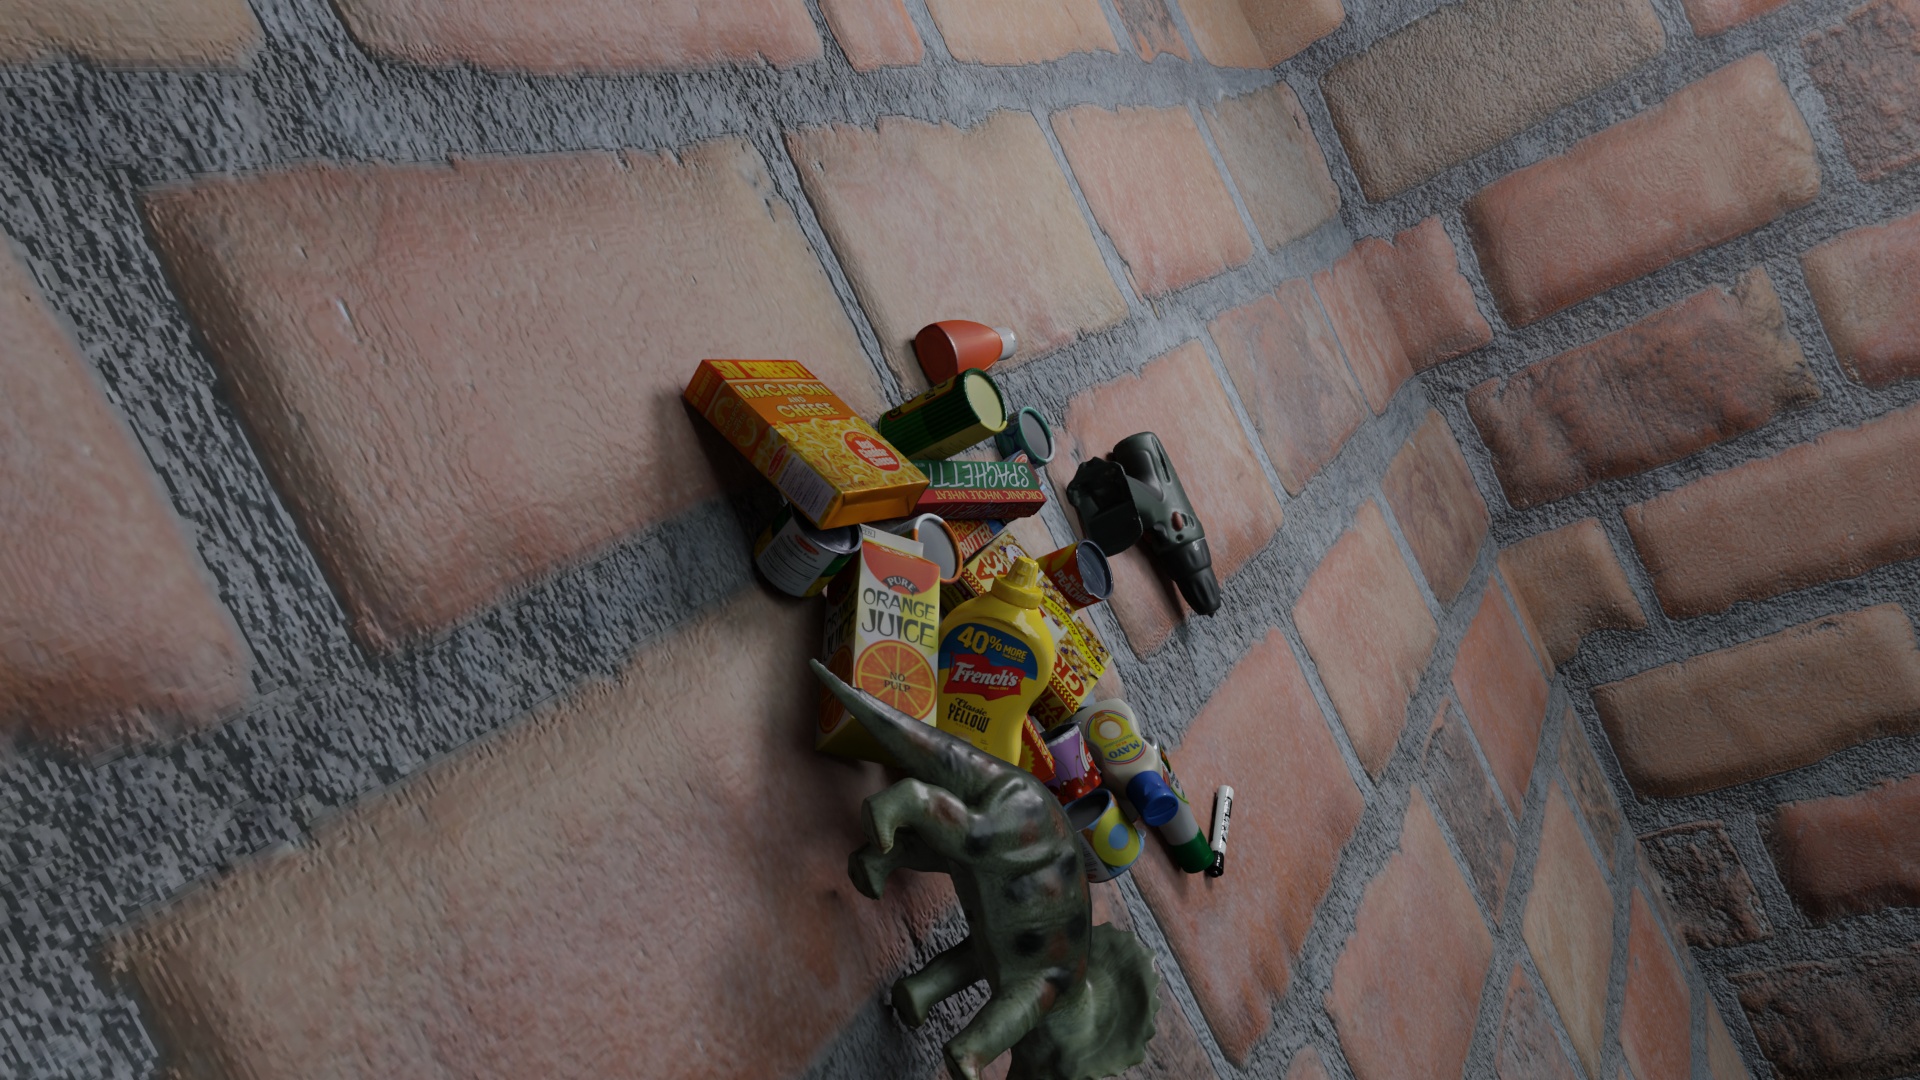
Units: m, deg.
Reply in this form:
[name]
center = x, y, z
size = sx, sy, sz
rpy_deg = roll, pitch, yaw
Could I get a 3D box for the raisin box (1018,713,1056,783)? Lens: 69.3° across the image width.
[raisin box]
center = 0.014, 0.158, 1.161
size = 0.123, 0.086, 0.040
rpy_deg = 61, 8, -8

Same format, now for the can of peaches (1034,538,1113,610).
[can of peaches]
center = 0.114, 0.039, 1.418
size = 0.071, 0.058, 0.071
rpy_deg = 34, 44, -41

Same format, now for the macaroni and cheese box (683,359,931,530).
[macaroni and cheese box]
center = -0.121, -0.080, 1.101
size = 0.167, 0.040, 0.124
rpy_deg = 42, 25, 20

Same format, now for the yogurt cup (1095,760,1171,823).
[yogurt cup]
center = 0.163, 0.241, 1.352
size = 0.054, 0.072, 0.072
rpy_deg = -29, 94, -50

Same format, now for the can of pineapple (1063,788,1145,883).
[can of pineapple]
center = 0.127, 0.269, 1.274
size = 0.057, 0.071, 0.071
rpy_deg = 56, 33, -15

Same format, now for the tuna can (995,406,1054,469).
[tuna can]
center = 0.068, -0.108, 1.473
size = 0.071, 0.032, 0.071
rpy_deg = 35, 43, -40

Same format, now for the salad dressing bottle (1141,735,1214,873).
[salad dressing bottle]
center = 0.212, 0.270, 1.416
size = 0.147, 0.044, 0.064
rpy_deg = 61, 8, -14

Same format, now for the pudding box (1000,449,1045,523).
[pudding box]
center = 0.051, -0.053, 1.414
size = 0.049, 0.030, 0.084
rpy_deg = 58, 33, -10

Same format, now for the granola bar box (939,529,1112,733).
[granola bar box]
center = 0.062, 0.081, 1.297
size = 0.165, 0.039, 0.125
rpy_deg = 51, 30, -1

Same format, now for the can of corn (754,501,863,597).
[can of corn]
center = -0.118, 0.001, 1.088
size = 0.071, 0.058, 0.071
rpy_deg = 29, 33, -22

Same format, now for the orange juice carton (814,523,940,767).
[orange juice carton]
center = -0.063, 0.074, 1.099
size = 0.072, 0.072, 0.193
rpy_deg = 16, 55, -22

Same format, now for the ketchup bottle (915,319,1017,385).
[ketchup bottle]
center = 0.011, -0.199, 1.441
size = 0.149, 0.043, 0.064
rpy_deg = -22, 89, -58

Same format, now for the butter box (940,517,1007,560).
[butter box]
center = 0.005, -0.017, 1.328
size = 0.053, 0.024, 0.104
rpy_deg = 61, 32, -7

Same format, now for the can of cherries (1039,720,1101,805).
[can of cherries]
center = 0.090, 0.204, 1.260
size = 0.072, 0.071, 0.058
rpy_deg = -23, 89, -58

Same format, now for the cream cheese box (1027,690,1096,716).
[cream cheese box]
center = 0.091, 0.141, 1.349
size = 0.104, 0.024, 0.053
rpy_deg = 6, 65, -54

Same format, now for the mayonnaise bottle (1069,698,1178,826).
[mayonnaise bottle]
center = 0.157, 0.208, 1.303
size = 0.148, 0.065, 0.041
rpy_deg = -125, -165, -56

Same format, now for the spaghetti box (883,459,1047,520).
[spaghetti box]
center = -0.014, -0.047, 1.276
size = 0.251, 0.028, 0.050
rpy_deg = -2, 57, -48

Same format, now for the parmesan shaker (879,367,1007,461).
[parmesan shaker]
center = -0.014, -0.111, 1.289
size = 0.071, 0.103, 0.071
rpy_deg = 35, 43, -40

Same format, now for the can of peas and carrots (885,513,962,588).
[can of peas and carrots]
center = -0.039, 0.019, 1.208
size = 0.071, 0.058, 0.071
rpy_deg = 33, 44, -40
